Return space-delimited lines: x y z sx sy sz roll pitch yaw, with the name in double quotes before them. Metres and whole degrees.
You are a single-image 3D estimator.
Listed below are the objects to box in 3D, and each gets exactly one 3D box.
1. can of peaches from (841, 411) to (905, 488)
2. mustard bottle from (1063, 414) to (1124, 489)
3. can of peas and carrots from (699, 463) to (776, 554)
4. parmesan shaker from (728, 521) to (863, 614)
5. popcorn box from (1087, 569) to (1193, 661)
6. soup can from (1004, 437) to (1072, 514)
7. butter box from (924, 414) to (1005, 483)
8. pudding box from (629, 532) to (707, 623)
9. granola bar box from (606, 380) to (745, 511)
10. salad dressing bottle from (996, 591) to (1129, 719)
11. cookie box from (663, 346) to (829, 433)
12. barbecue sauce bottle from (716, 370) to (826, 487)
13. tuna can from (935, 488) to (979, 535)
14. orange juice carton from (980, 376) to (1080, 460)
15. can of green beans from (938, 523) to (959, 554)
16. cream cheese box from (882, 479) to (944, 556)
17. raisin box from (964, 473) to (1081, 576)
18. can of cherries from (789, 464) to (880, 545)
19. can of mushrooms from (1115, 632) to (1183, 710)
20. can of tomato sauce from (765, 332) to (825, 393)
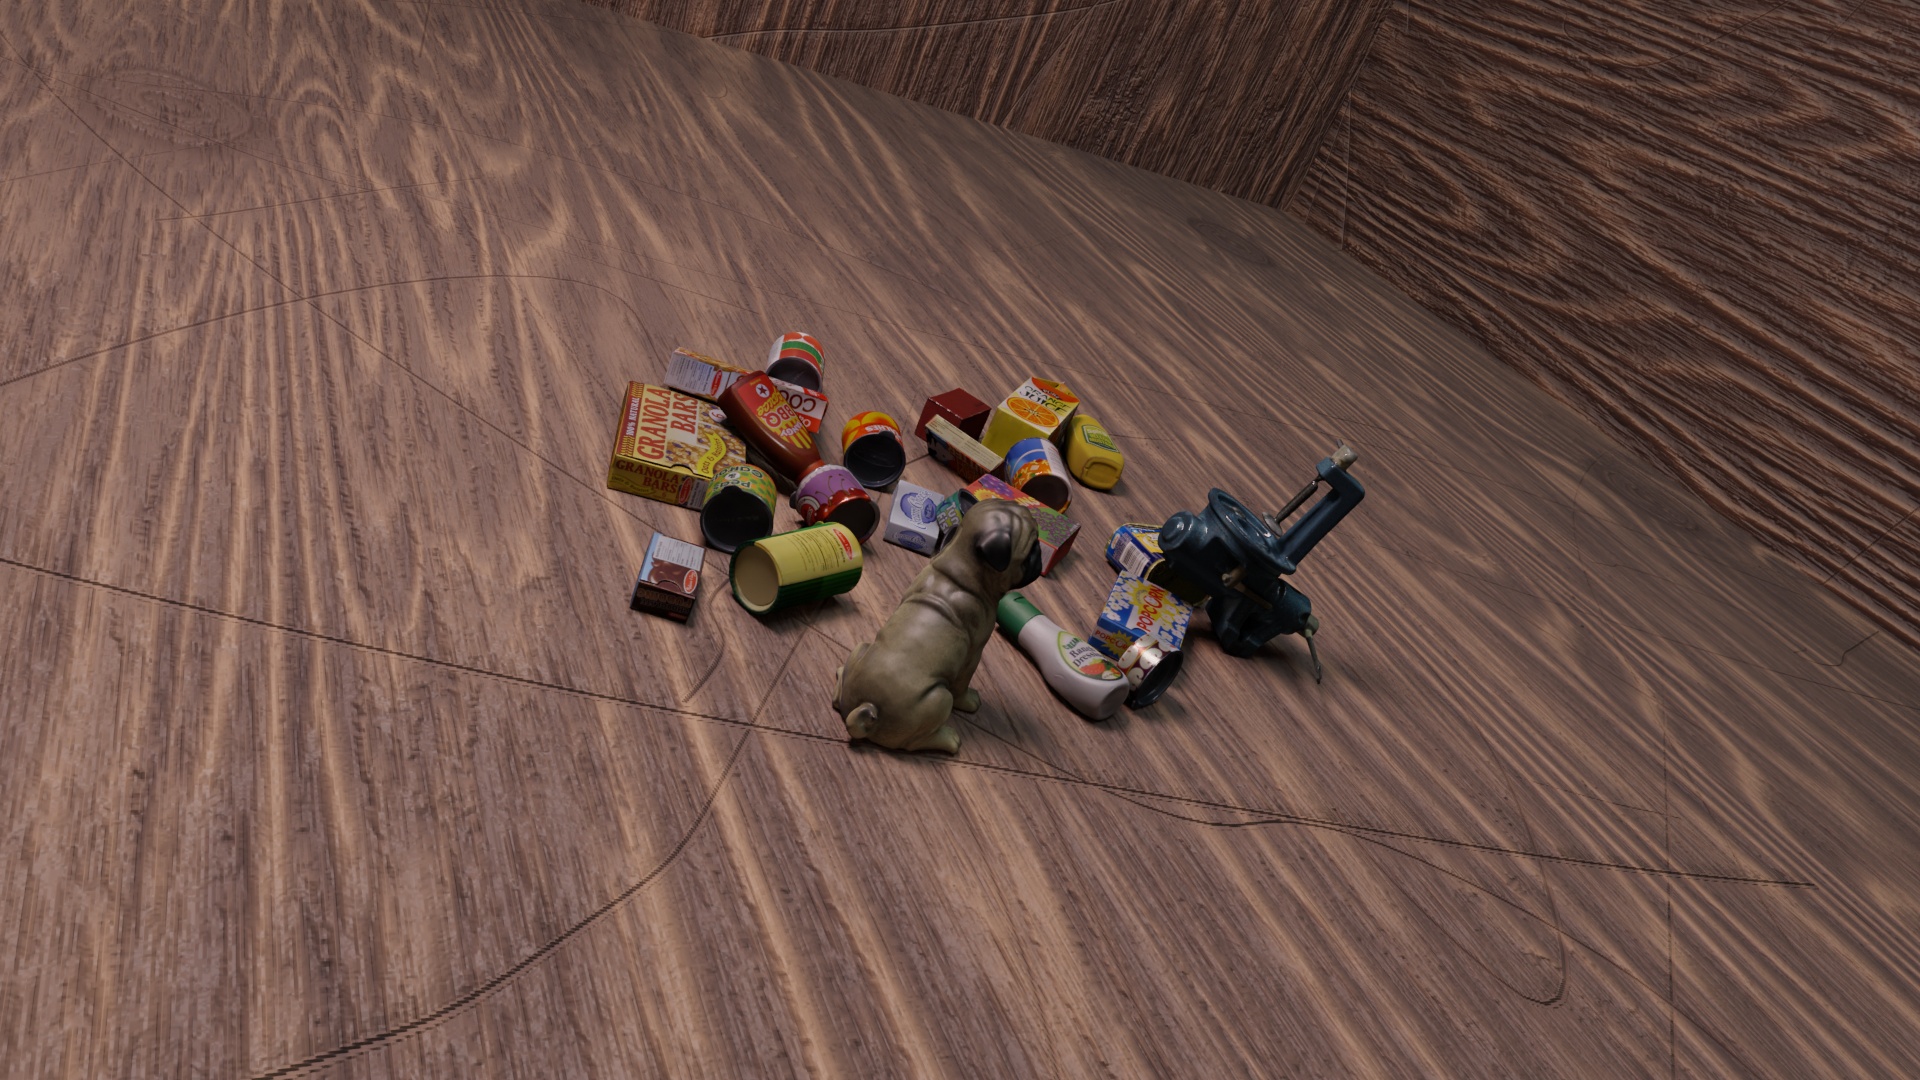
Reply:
"can of peaches" -0.093 -0.100 1.489 0.071 0.071 0.058 16 26 -16
"mustard bottle" 0.161 -0.122 1.762 0.065 0.048 0.161 17 27 -19
"can of peas and carrots" -0.203 -0.032 1.272 0.071 0.070 0.059 18 26 -13
"parmesan shaker" -0.146 0.022 1.222 0.071 0.071 0.103 38 30 27
"popcorn box" 0.184 0.084 1.409 0.085 0.038 0.127 27 26 5
"soup can" 0.086 -0.068 1.587 0.071 0.071 0.084 15 28 -17
"butter box" 0.005 -0.096 1.581 0.103 0.053 0.024 36 67 23
"pudding box" -0.245 0.030 1.168 0.050 0.030 0.084 18 27 -13
"granola bar box" -0.274 -0.092 1.361 0.124 0.039 0.166 15 27 -17
"salad dressing bottle" 0.090 0.104 1.289 0.064 0.043 0.148 -11 42 -46
"cookie box" -0.228 -0.162 1.484 0.167 0.040 0.123 18 6 -12
"barbecue sauce bottle" -0.177 -0.099 1.393 0.148 0.043 0.065 51 38 0
"tuna can" 0.005 -0.018 1.428 0.071 0.032 0.071 47 20 -23
"orange juice carton" 0.091 -0.145 1.721 0.073 0.071 0.193 28 27 7
"can of green beans" 0.016 0.022 1.357 0.058 0.071 0.071 13 28 -22
"cream cheese box" -0.048 -0.024 1.437 0.053 0.024 0.104 19 26 -6
"raisin box" 0.058 -0.019 1.497 0.123 0.040 0.086 29 27 12
"can of cherries" -0.122 -0.030 1.344 0.071 0.071 0.058 0 35 -39
"can of mushrooms" 0.174 0.122 1.302 0.033 0.070 0.071 39 30 29
"can of tomato sauce" -0.188 -0.193 1.590 0.071 0.071 0.083 18 26 -12
